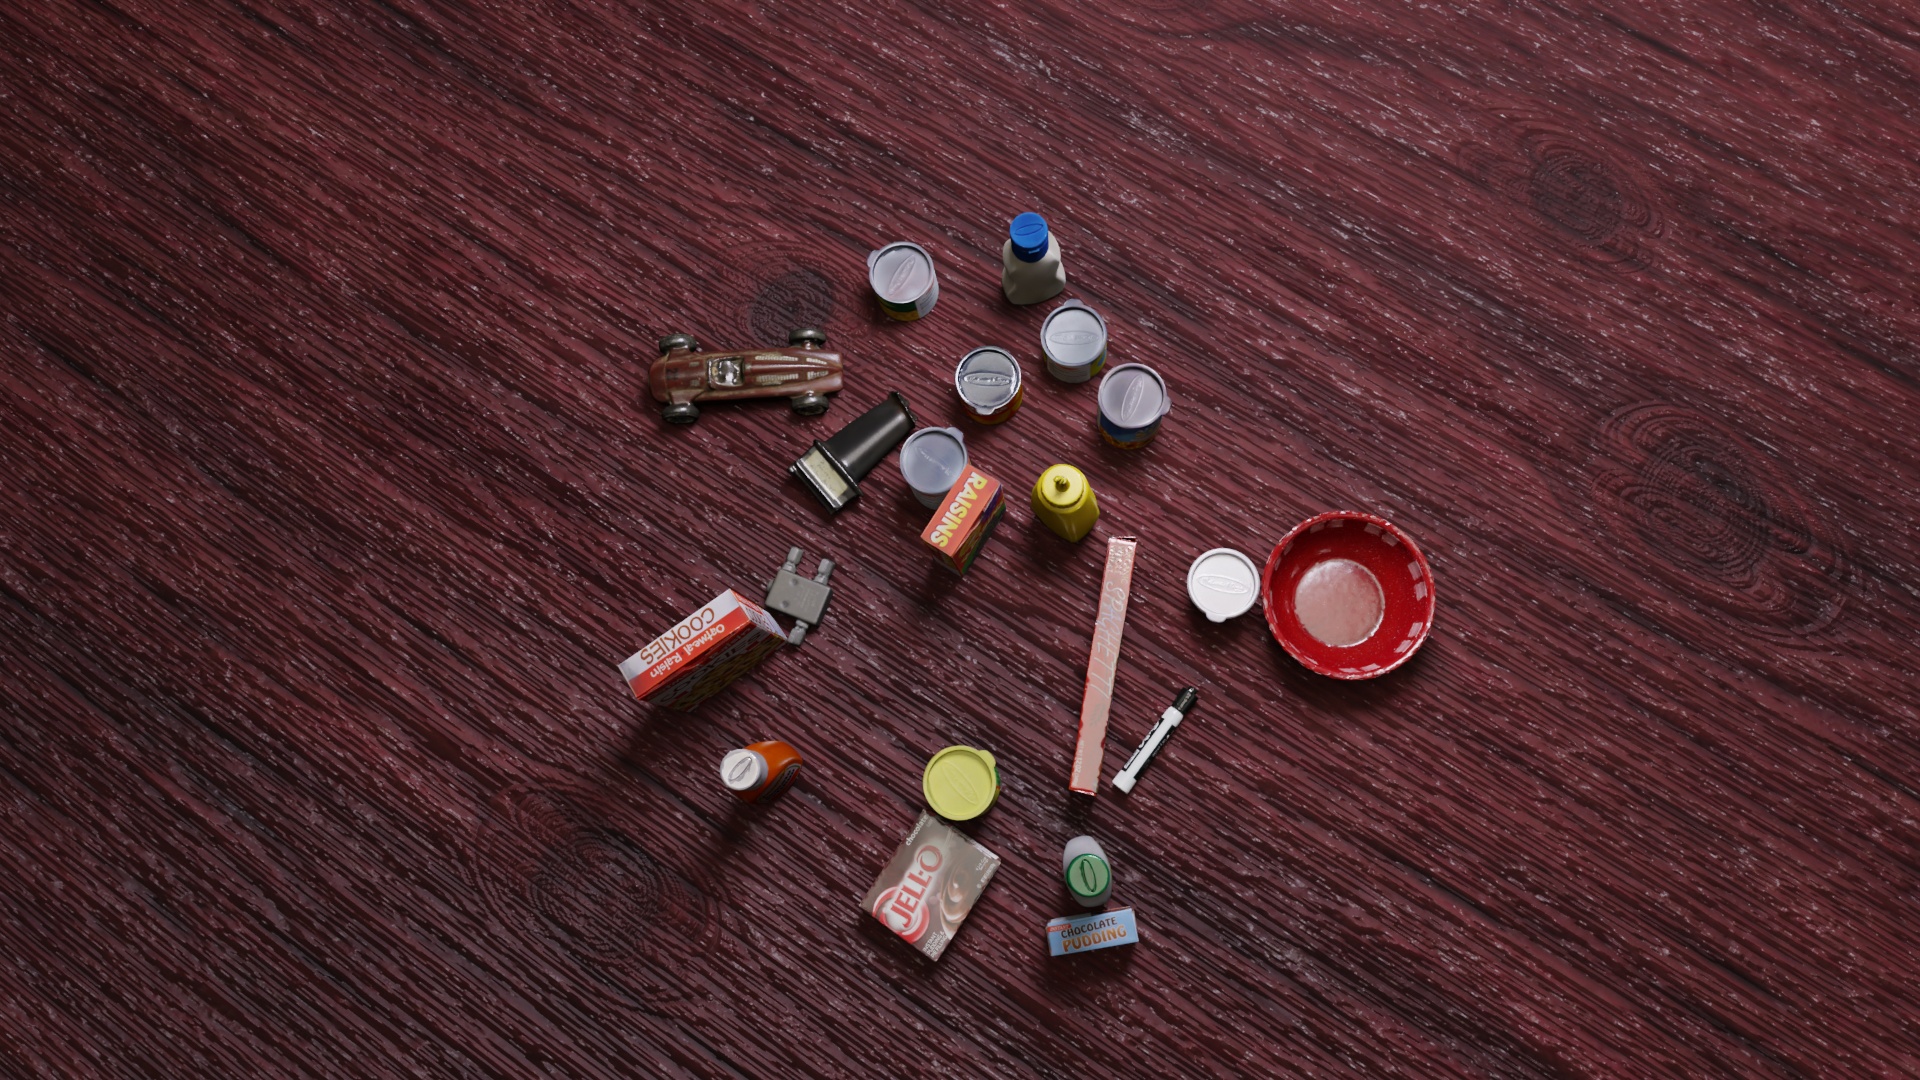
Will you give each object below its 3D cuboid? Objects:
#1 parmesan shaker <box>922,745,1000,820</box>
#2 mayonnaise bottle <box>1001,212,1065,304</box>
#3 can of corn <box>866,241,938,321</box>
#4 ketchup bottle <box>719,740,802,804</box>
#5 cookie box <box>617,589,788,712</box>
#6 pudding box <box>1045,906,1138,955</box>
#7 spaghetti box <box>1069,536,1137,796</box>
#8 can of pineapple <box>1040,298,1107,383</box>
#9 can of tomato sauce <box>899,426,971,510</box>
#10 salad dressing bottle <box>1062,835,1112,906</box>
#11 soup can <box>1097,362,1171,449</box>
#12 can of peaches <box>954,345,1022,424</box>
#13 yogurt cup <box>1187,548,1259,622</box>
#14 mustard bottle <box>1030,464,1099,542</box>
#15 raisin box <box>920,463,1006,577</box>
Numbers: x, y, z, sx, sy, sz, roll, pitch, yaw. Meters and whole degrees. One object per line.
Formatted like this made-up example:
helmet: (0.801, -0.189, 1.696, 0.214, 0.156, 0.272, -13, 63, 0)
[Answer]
parmesan shaker: (0.006, 0.226, 1.300, 0.071, 0.103, 0.071, -1, 79, 5)
mayonnaise bottle: (0.071, -0.278, 1.375, 0.065, 0.148, 0.041, -15, 78, 2)
can of corn: (-0.060, -0.267, 1.430, 0.071, 0.058, 0.071, -1, 79, 5)
ketchup bottle: (-0.190, 0.215, 1.296, 0.043, 0.148, 0.065, 41, 85, 11)
cookie box: (-0.238, 0.108, 1.312, 0.123, 0.167, 0.040, -35, 78, -3)
pudding box: (0.123, 0.362, 1.290, 0.084, 0.049, 0.030, -11, 78, 3)
spaghetti box: (0.138, 0.120, 1.338, 0.029, 0.050, 0.250, 9, 79, 7)
can of pineapple: (0.116, -0.200, 1.402, 0.071, 0.057, 0.071, -1, 79, 5)
can of tomato sauce: (-0.021, -0.071, 1.374, 0.071, 0.083, 0.071, -1, 79, 5)
salad dressing bottle: (0.115, 0.300, 1.253, 0.044, 0.147, 0.064, -15, 78, 2)
soup can: (0.170, -0.130, 1.370, 0.071, 0.083, 0.071, -1, 79, 5)
can of peaches: (0.029, -0.153, 1.399, 0.071, 0.058, 0.071, -1, 79, 5)
yogurt cup: (0.252, 0.045, 1.342, 0.072, 0.054, 0.072, -1, 79, 5)
mustard bottle: (0.099, -0.041, 1.318, 0.065, 0.160, 0.049, 40, 85, 11)
raisin box: (0.005, -0.017, 1.340, 0.040, 0.123, 0.086, 32, 83, 10)
